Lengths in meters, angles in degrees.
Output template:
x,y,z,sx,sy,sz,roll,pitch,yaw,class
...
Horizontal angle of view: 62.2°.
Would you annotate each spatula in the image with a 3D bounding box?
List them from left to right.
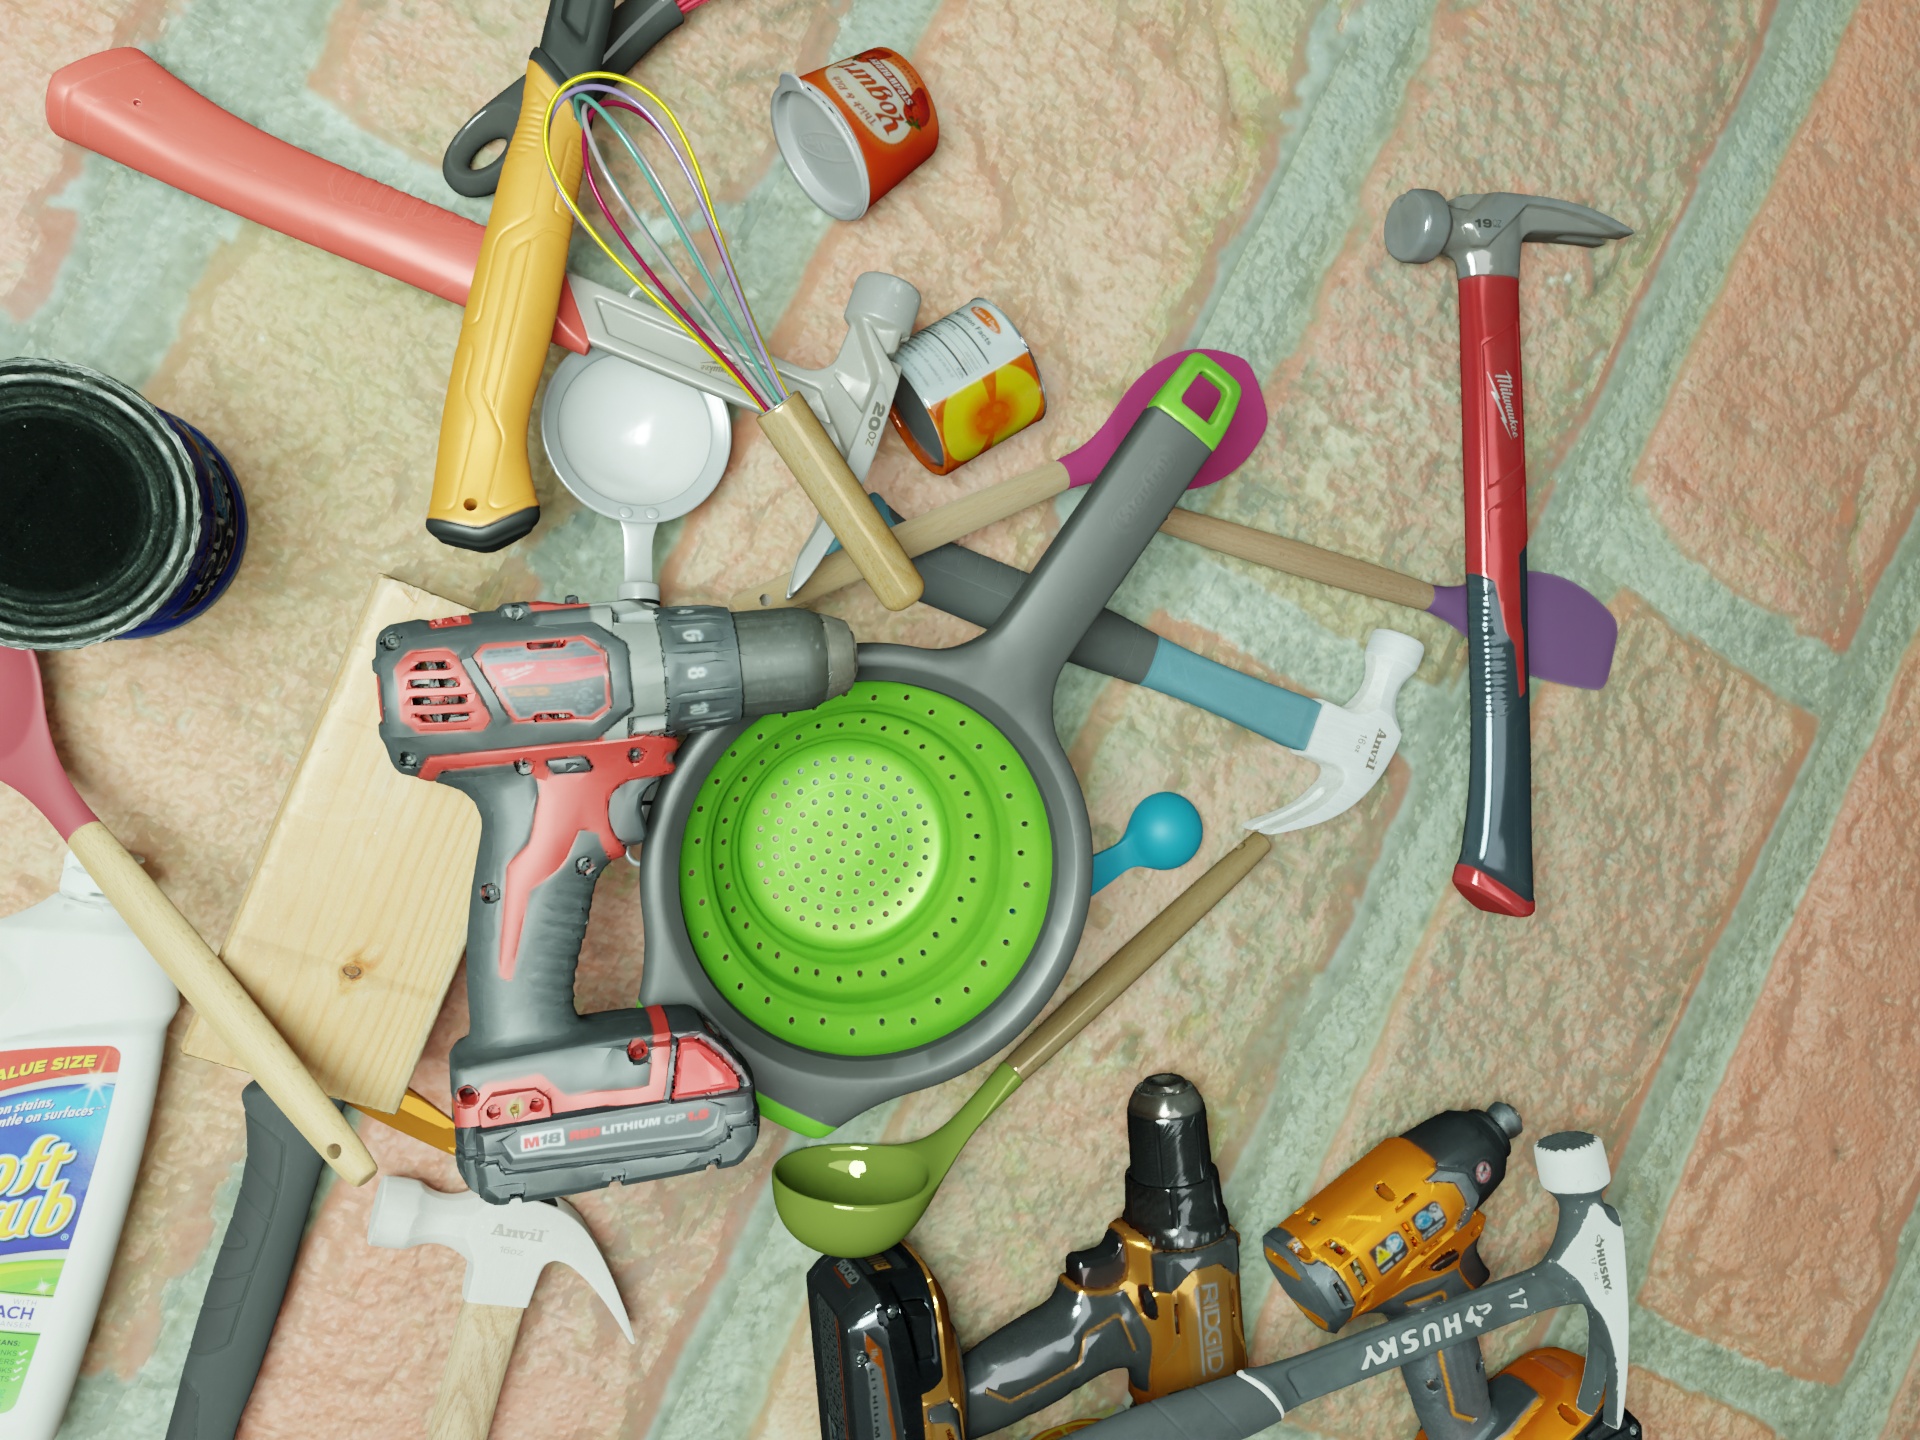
x,y,z,sx,sy,sz,roll,pitch,yaw,class
0.234,-0.076,0.868,0.315,0.018,0.060,13,88,-20,spatula

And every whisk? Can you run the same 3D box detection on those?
x,y,z,sx,sy,sz,roll,pitch,yaw,class
-0.117,-0.336,0.715,0.296,0.073,0.073,-42,105,-4,whisk
-0.083,-0.148,0.643,0.047,0.051,0.244,-43,111,-26,whisk

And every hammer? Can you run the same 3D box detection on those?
x,y,z,sx,sy,sz,roll,pitch,yaw,class
-0.329,0.312,0.706,0.146,0.035,0.335,17,90,-18,hammer
-0.244,0.379,0.741,0.130,0.031,0.331,15,91,-22,hammer
-0.204,-0.182,0.675,0.359,0.037,0.149,21,83,-9,hammer
-0.176,-0.236,0.648,0.127,0.034,0.337,11,85,-11,hammer
0.084,-0.038,0.816,0.330,0.033,0.128,21,87,-18,hammer
0.166,0.332,0.788,0.409,0.036,0.149,-12,90,-19,hammer
0.304,-0.088,0.864,0.143,0.038,0.386,-2,91,-21,hammer

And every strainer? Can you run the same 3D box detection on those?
x,y,z,sx,sy,sz,roll,pitch,yaw,class
-0.147,-0.064,0.714,0.086,0.050,0.258,1,82,-25,strainer

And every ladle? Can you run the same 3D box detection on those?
x,y,z,sx,sy,sz,roll,pitch,yaw,class
-0.330,0.062,0.627,0.069,0.031,0.315,-46,78,3,ladle
0.040,0.152,0.806,0.320,0.078,0.062,-39,113,-18,ladle

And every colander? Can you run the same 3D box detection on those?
x,y,z,sx,sy,sz,roll,pitch,yaw,class
-0.001,-0.002,0.751,0.204,0.094,0.397,36,86,-13,colander

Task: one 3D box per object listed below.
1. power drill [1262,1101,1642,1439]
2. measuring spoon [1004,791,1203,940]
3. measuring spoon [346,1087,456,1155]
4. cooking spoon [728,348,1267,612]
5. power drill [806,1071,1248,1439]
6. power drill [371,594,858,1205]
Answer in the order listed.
x,y,z,sx,sy,sz,roll,pitch,yaw,class
0.286,0.332,0.888,0.164,0.084,0.226,-33,100,-15,power drill
0.075,0.080,0.827,0.128,0.021,0.042,-30,103,-15,measuring spoon
-0.259,0.180,0.732,0.116,0.011,0.021,37,83,-17,measuring spoon
0.028,-0.111,0.775,0.319,0.017,0.068,-26,101,-25,cooking spoon
0.041,0.287,0.805,0.226,0.084,0.185,-7,96,-22,power drill
-0.127,0.061,0.639,0.188,0.080,0.226,-6,94,-16,power drill
